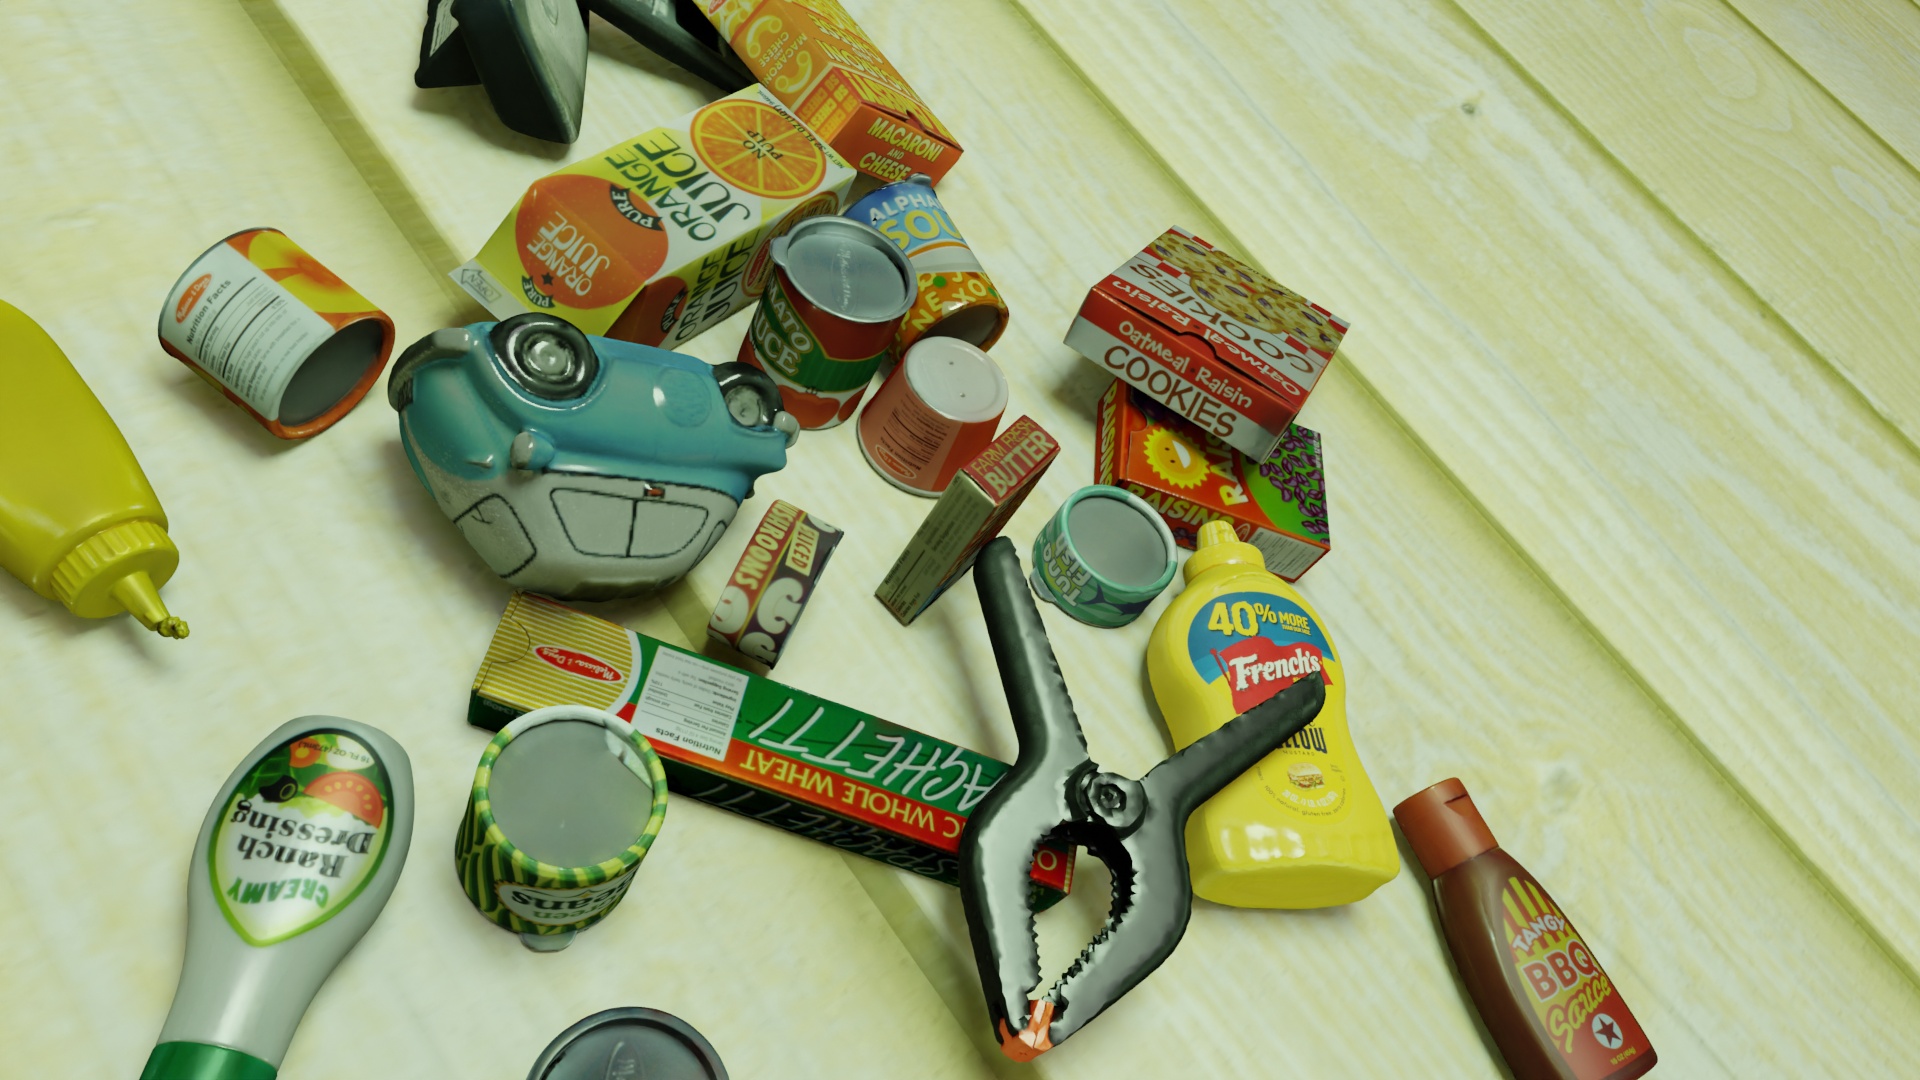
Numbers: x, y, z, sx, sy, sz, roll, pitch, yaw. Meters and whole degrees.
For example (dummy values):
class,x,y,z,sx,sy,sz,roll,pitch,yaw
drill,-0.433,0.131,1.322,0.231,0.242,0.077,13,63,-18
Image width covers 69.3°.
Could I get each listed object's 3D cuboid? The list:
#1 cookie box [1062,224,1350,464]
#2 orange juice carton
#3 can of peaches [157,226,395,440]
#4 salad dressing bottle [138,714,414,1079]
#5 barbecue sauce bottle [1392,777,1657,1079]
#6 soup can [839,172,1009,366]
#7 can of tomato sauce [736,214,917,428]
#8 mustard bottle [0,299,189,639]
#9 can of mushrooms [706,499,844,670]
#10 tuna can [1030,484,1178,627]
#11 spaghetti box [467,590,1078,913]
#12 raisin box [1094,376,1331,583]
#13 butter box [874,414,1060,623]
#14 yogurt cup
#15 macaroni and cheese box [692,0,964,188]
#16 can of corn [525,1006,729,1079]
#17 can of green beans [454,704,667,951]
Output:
class,x,y,z,sx,sy,sz,roll,pitch,yaw
cookie box,0.142,-0.116,0.771,0.123,0.040,0.168,32,32,9
orange juice carton,-0.144,-0.142,0.664,0.072,0.072,0.194,43,49,7
can of peaches,-0.273,-0.083,0.562,0.058,0.071,0.071,37,48,3
salad dressing bottle,-0.223,0.130,0.444,0.064,0.043,0.148,17,51,-14
barbecue sauce bottle,0.255,0.184,0.645,0.065,0.043,0.149,-11,62,-31
soup can,-0.021,-0.136,0.723,0.071,0.071,0.084,-16,66,-35
can of tomato sauce,-0.068,-0.103,0.667,0.071,0.082,0.071,14,52,-18
mustard bottle,-0.328,-0.019,0.497,0.160,0.048,0.065,46,50,10
can of mushrooms,-0.077,0.017,0.583,0.033,0.070,0.071,28,49,-4
tuna can,0.070,0.008,0.689,0.071,0.032,0.071,14,51,-18
spaghetti box,-0.069,0.088,0.562,0.250,0.028,0.050,21,50,-11
raisin box,0.135,-0.036,0.750,0.123,0.040,0.086,18,51,-13
butter box,0.002,-0.008,0.619,0.024,0.103,0.053,43,48,6
yogurt cup,-0.011,-0.063,0.686,0.072,0.053,0.073,13,52,-17
macaroni and cheese box,-0.083,-0.275,0.779,0.167,0.040,0.124,52,22,15
can of corn,-0.114,0.191,0.444,0.071,0.058,0.071,14,52,-18
can of green beans,-0.143,0.100,0.497,0.071,0.057,0.071,14,52,-18
